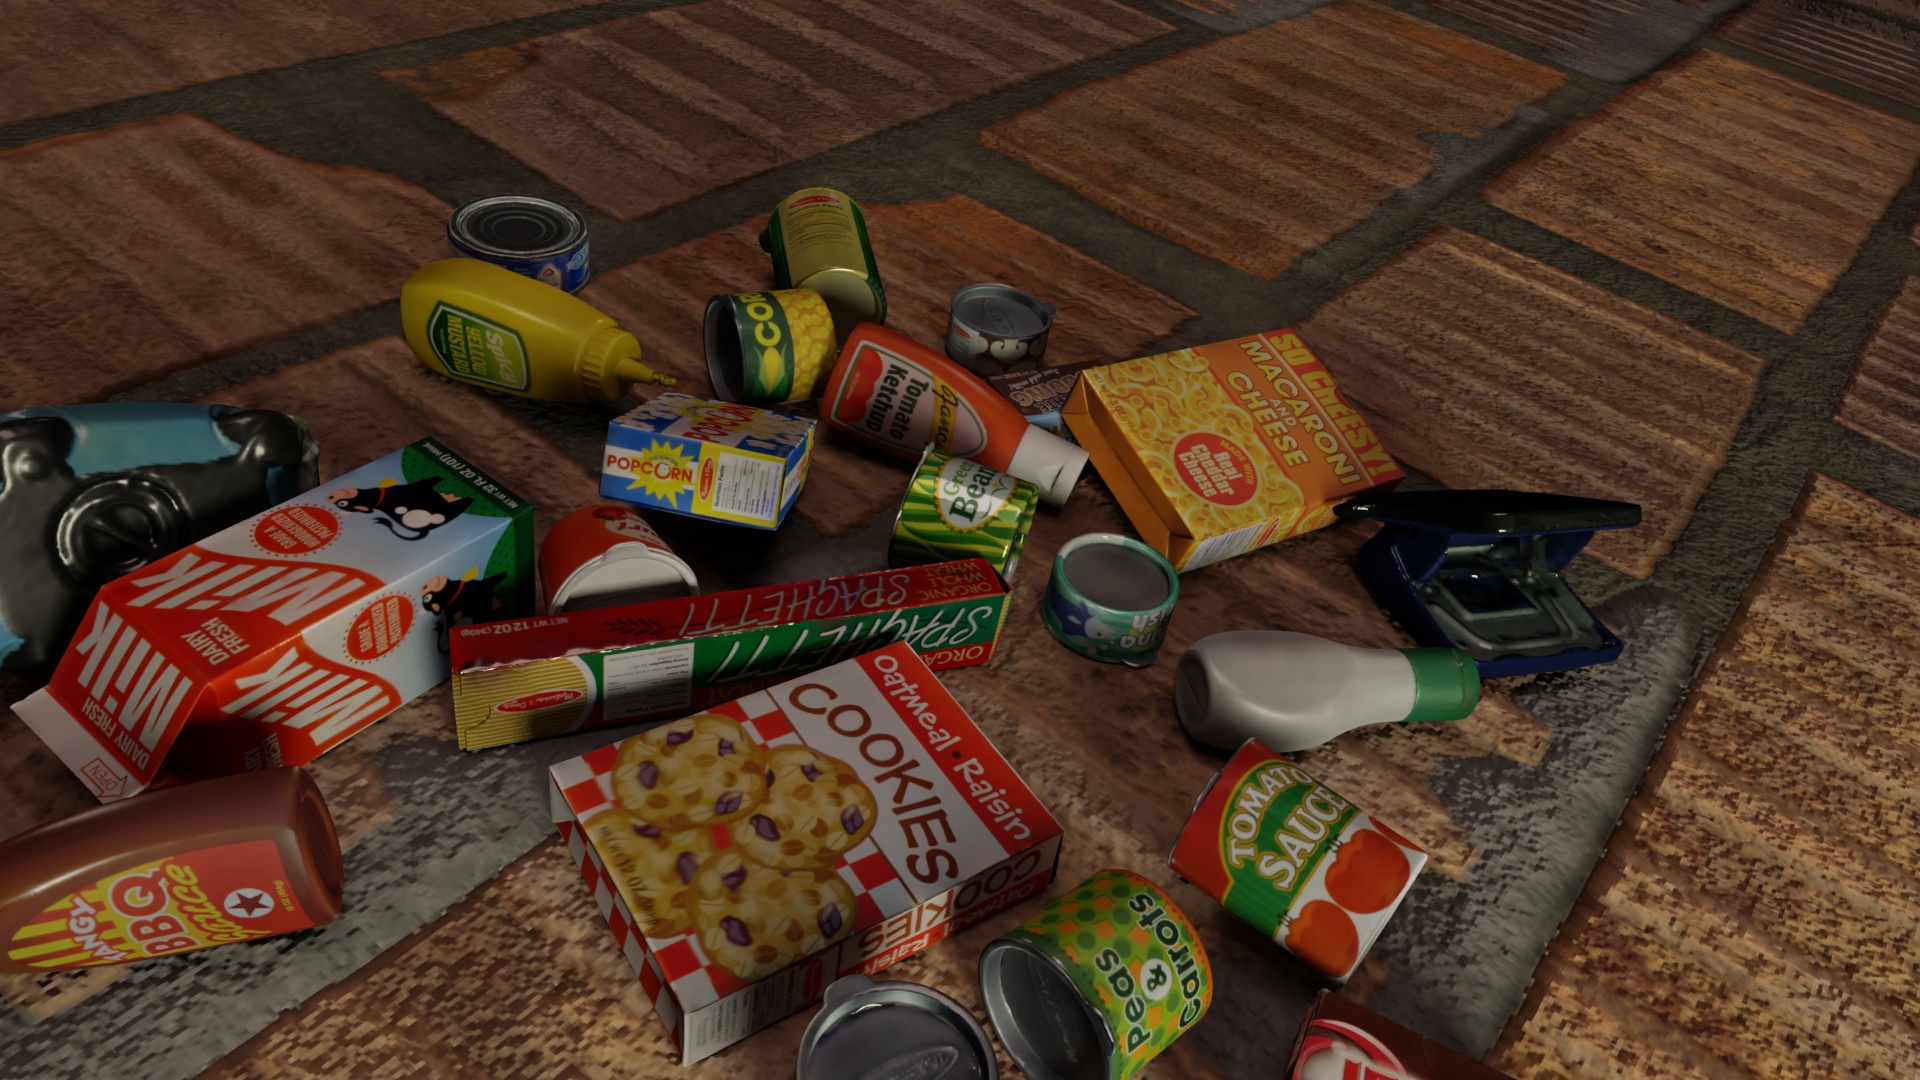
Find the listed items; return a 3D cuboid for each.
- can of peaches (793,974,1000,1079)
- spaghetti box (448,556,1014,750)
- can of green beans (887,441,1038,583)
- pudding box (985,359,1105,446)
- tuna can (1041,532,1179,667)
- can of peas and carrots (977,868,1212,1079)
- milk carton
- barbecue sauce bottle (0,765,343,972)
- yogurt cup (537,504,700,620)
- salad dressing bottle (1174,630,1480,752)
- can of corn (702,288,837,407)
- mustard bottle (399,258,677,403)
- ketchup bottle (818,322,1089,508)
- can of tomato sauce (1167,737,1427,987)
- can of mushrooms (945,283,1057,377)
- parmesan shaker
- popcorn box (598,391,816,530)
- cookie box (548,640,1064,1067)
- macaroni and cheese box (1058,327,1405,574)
[{"bbox_3d":[-0.025,0.190,0.463,0.071,0.057,0.071,7,39,-6],"label":"can of peaches"},{"bbox_3d":[-0.097,0.048,0.624,0.251,0.049,0.029,-7,44,-23],"label":"spaghetti box"},{"bbox_3d":[0.002,-0.007,0.705,0.058,0.070,0.071,20,39,9],"label":"can of green beans"},{"bbox_3d":[0.059,-0.080,0.838,0.084,0.030,0.050,-12,46,-27],"label":"pudding box"},{"bbox_3d":[0.078,0.029,0.707,0.071,0.032,0.071,7,38,-6],"label":"tuna can"},{"bbox_3d":[0.051,0.162,0.507,0.059,0.070,0.071,-23,50,-37],"label":"can of peas and carrots"},{"bbox_3d":[-0.273,0.037,0.571,0.072,0.073,0.191,32,43,22],"label":"milk carton"},{"bbox_3d":[-0.297,0.120,0.476,0.149,0.064,0.044,-10,40,-13],"label":"barbecue sauce bottle"},{"bbox_3d":[-0.159,0.020,0.632,0.072,0.072,0.054,-10,36,-26],"label":"yogurt cup"},{"bbox_3d":[0.180,0.072,0.675,0.148,0.043,0.064,0,38,-16],"label":"salad dressing bottle"},{"bbox_3d":[-0.110,-0.113,0.801,0.058,0.070,0.071,-11,44,-28],"label":"can of corn"},{"bbox_3d":[-0.228,-0.108,0.761,0.160,0.065,0.049,17,41,15],"label":"mustard bottle"},{"bbox_3d":[-0.002,-0.066,0.783,0.149,0.064,0.044,26,17,3],"label":"ketchup bottle"},{"bbox_3d":[0.138,0.130,0.569,0.083,0.070,0.071,33,43,23],"label":"can of tomato sauce"},{"bbox_3d":[0.026,-0.135,0.894,0.071,0.033,0.071,7,38,-6],"label":"can of mushrooms"},{"bbox_3d":[-0.089,-0.170,0.883,0.071,0.071,0.103,1,41,-14],"label":"parmesan shaker"},{"bbox_3d":[-0.123,-0.042,0.698,0.085,0.038,0.127,10,12,-2],"label":"popcorn box"},{"bbox_3d":[-0.061,0.116,0.559,0.168,0.040,0.123,-18,47,-31],"label":"cookie box"},{"bbox_3d":[0.159,-0.056,0.806,0.167,0.040,0.124,-16,62,-30],"label":"macaroni and cheese box"}]
